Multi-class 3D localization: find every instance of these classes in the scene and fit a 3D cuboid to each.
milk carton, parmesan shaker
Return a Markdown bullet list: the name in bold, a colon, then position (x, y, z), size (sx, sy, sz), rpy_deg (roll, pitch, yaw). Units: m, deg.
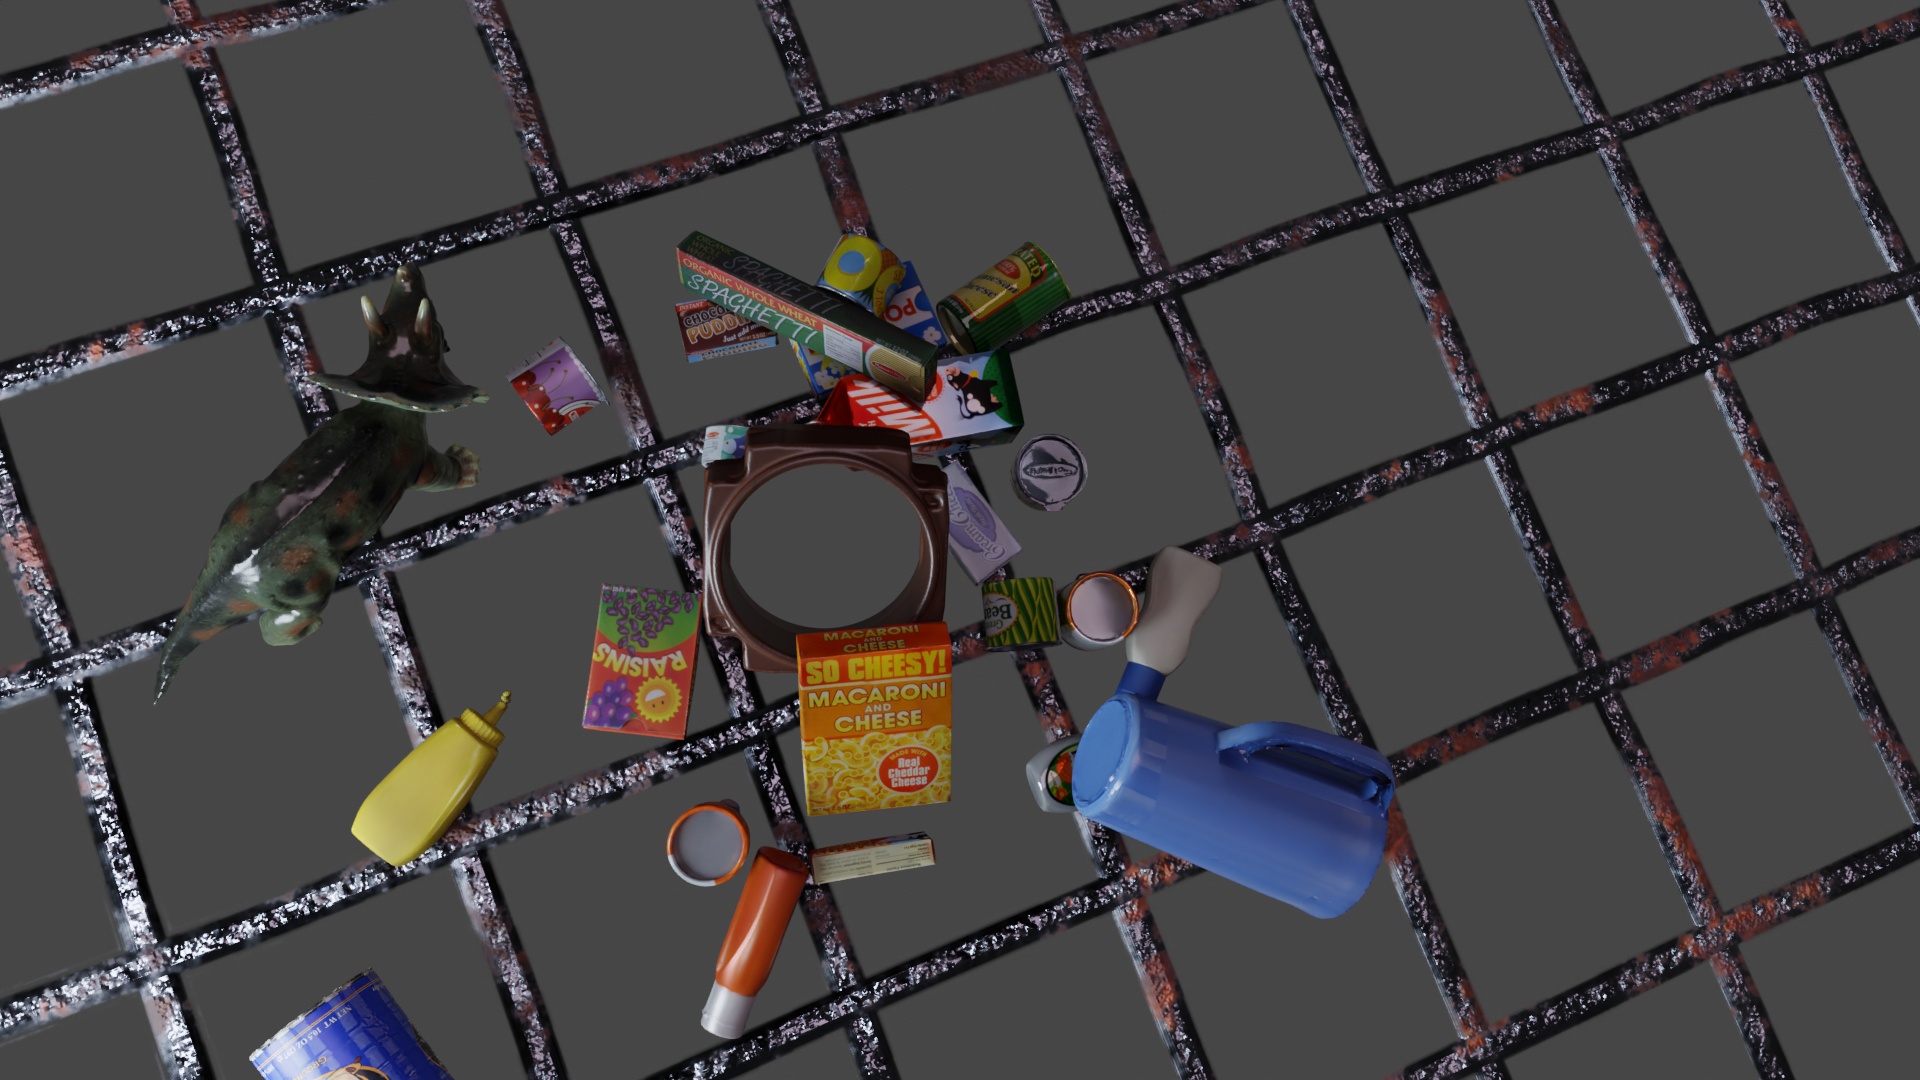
- **milk carton**: position (-0.047, -0.111, 1.225), size (0.191, 0.072, 0.073), rpy_deg (-11, 82, -9)
- **parmesan shaker**: position (0.039, -0.214, 1.255), size (0.103, 0.071, 0.071), rpy_deg (-36, 87, -12)

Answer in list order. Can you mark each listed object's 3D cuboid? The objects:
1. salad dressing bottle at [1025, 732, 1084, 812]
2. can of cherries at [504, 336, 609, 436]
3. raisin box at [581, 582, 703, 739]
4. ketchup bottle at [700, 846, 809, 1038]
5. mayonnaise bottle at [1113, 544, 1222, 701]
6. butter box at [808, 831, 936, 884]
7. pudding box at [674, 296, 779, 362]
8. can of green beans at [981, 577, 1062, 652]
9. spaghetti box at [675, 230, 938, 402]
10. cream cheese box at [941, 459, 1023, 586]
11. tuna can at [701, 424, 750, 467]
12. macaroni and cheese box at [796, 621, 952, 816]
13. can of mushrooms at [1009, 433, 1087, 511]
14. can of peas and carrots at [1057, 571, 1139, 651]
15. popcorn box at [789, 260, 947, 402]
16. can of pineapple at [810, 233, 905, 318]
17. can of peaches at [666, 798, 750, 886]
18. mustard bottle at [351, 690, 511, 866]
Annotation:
- **salad dressing bottle**: position (0.133, 0.190, 1.212), size (0.148, 0.044, 0.064), rpy_deg (-19, 90, -11)
- **can of cherries**: position (-0.345, -0.130, 1.191), size (0.058, 0.071, 0.071), rpy_deg (-37, 87, -12)
- **raisin box**: position (-0.266, 0.103, 1.176), size (0.086, 0.040, 0.123), rpy_deg (7, 80, -7)
- **ketchup bottle**: position (-0.171, 0.330, 1.140), size (0.043, 0.065, 0.149), rpy_deg (22, 87, -20)
- **mayonnaise bottle**: position (0.180, 0.082, 1.240), size (0.065, 0.041, 0.148), rpy_deg (25, 79, -1)
- **butter box**: position (-0.075, 0.266, 1.167), size (0.104, 0.053, 0.024), rpy_deg (-8, 85, -8)
- **pudding box**: position (-0.208, -0.193, 1.238), size (0.084, 0.030, 0.050), rpy_deg (-13, 81, -10)
- **can of green beans**: position (0.053, 0.065, 1.211), size (0.071, 0.071, 0.058), rpy_deg (-5, 81, -8)
- **spaghetti box**: position (-0.132, -0.193, 1.186), size (0.250, 0.050, 0.029), rpy_deg (27, 60, 13)
- **cream cheese box**: position (0.004, -0.016, 1.240), size (0.053, 0.024, 0.104), rpy_deg (-36, 87, -11)
- **tuna can**: position (-0.187, -0.076, 1.204), size (0.071, 0.071, 0.033), rpy_deg (8, 81, -6)
- **macaroni and cheese box**: position (-0.070, 0.147, 1.146), size (0.124, 0.040, 0.165), rpy_deg (-5, 122, -9)
- **can of mushrooms**: position (0.079, -0.058, 1.253), size (0.071, 0.033, 0.071), rpy_deg (1, 80, -8)
- **can of peas and carrots**: position (0.119, 0.060, 1.225), size (0.071, 0.058, 0.071), rpy_deg (1, 81, -8)
- **popcorn box**: position (-0.087, -0.188, 1.250), size (0.127, 0.038, 0.085), rpy_deg (-23, 83, -11)
- **can of pineapple**: position (-0.087, -0.223, 1.201), size (0.071, 0.071, 0.058), rpy_deg (28, 77, -2)
- **can of peaches**: position (-0.207, 0.248, 1.149), size (0.071, 0.058, 0.071), rpy_deg (1, 81, -7)
- **mustard bottle**: position (-0.420, 0.188, 1.135), size (0.065, 0.048, 0.160), rpy_deg (40, 77, 0)
